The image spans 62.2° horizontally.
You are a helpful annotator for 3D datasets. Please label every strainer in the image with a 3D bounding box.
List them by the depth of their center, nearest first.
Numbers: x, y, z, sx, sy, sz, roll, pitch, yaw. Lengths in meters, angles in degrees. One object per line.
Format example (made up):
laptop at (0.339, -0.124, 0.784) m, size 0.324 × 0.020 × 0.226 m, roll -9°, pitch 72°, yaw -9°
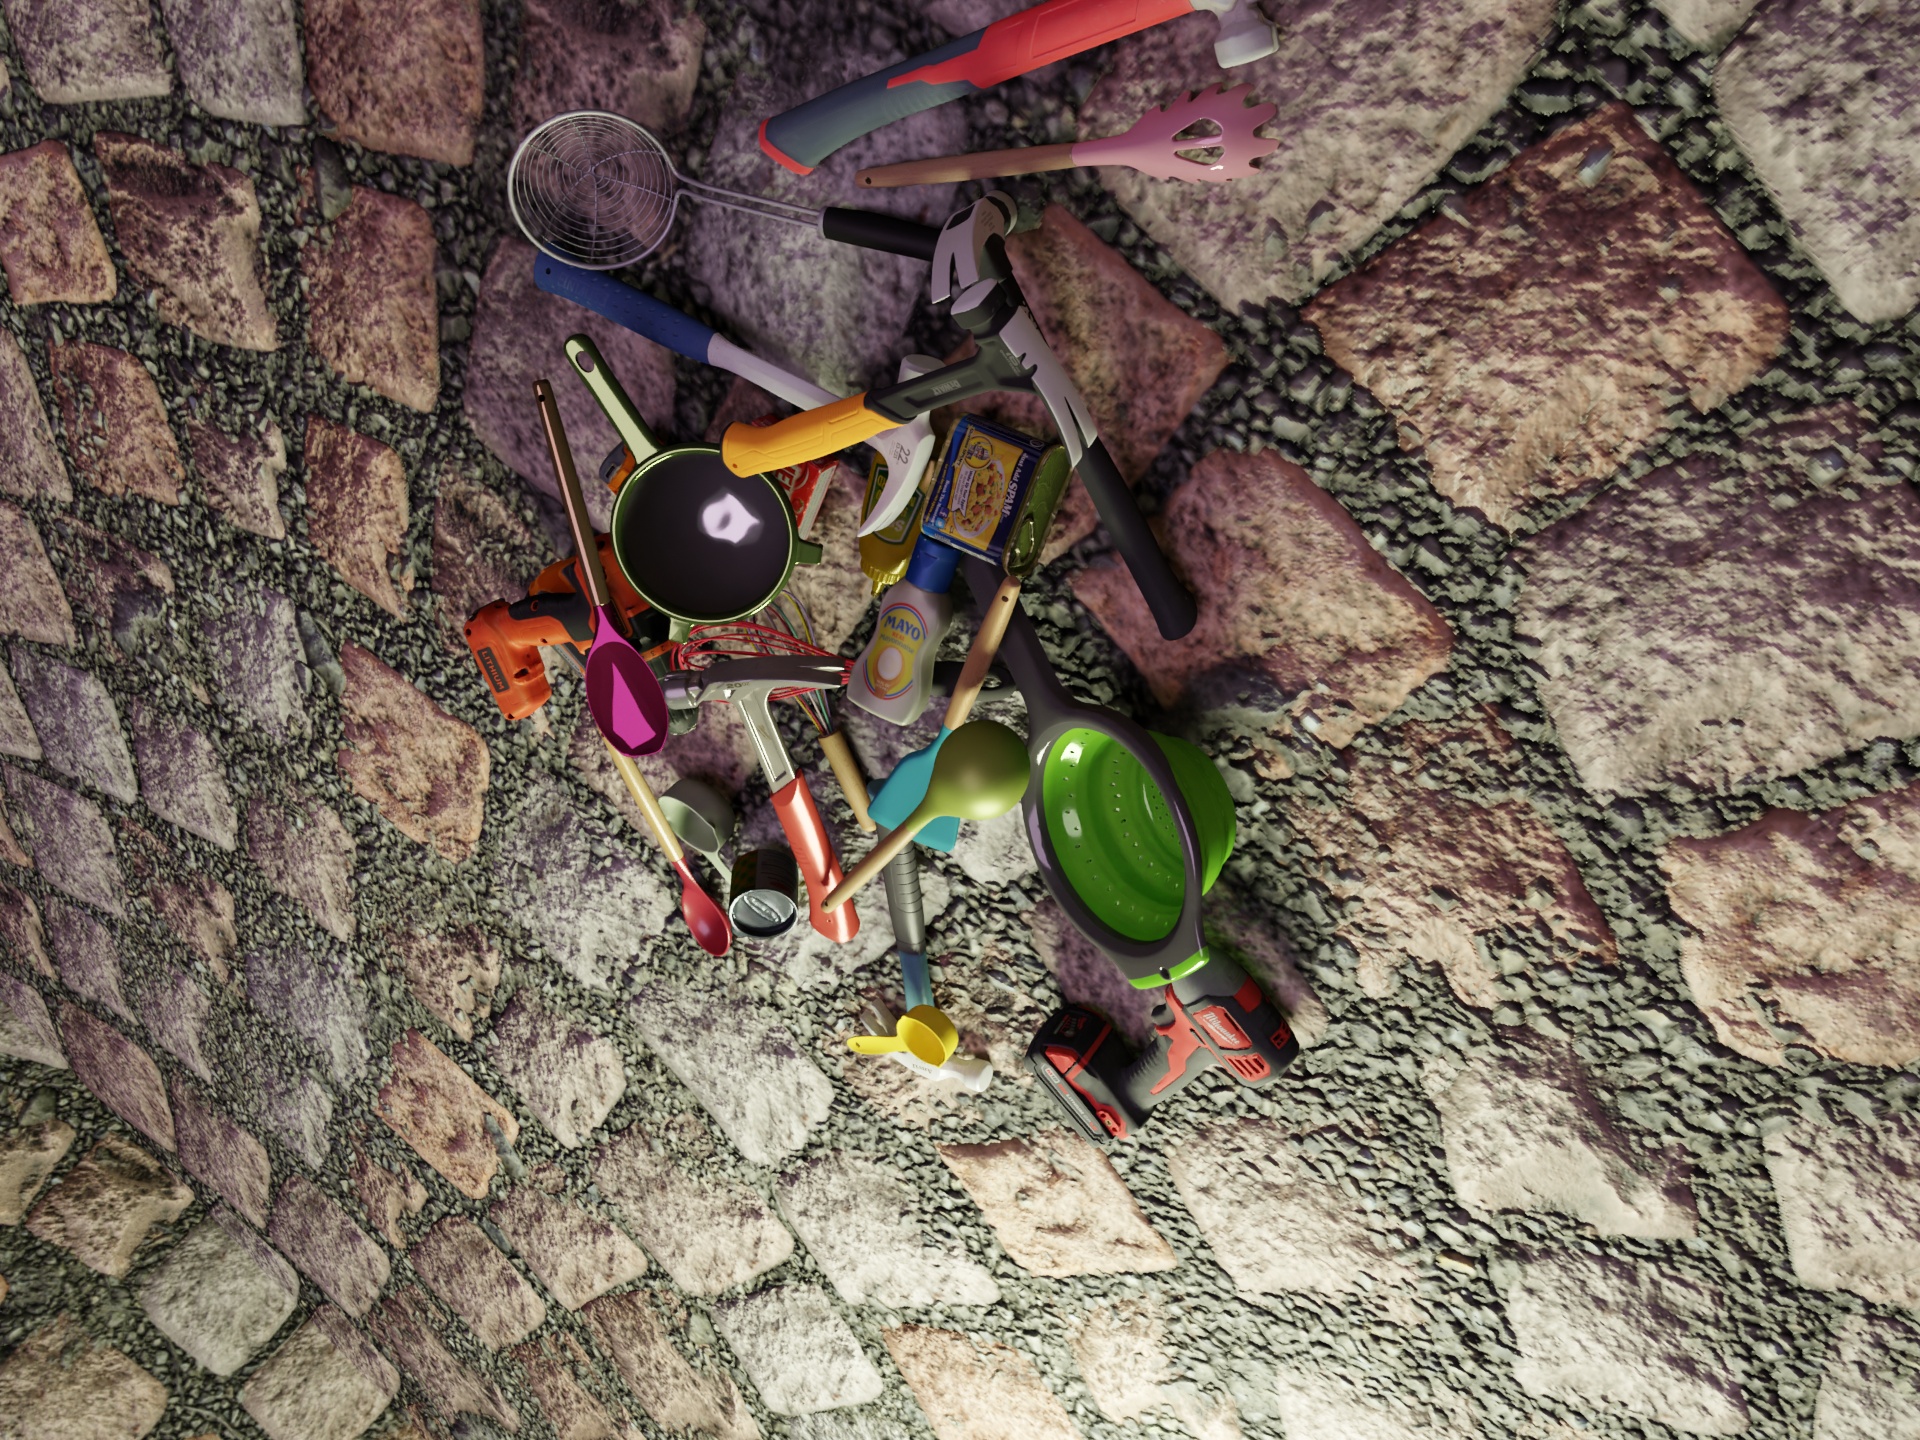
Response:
strainer at (-0.230, -0.200, 1.276) m, size 0.151 × 0.069 × 0.256 m, roll -29°, pitch 106°, yaw 14°

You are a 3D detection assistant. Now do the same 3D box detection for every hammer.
hammer at (0.013, -0.453, 1.046) m, size 0.386 × 0.038 × 0.143 m, roll -5°, pitch 112°, yaw 36°
hammer at (-0.058, -0.207, 1.100) m, size 0.337 × 0.034 × 0.127 m, roll -4°, pitch 133°, yaw 48°
hammer at (0.080, -0.199, 1.106) m, size 0.035 × 0.146 × 0.334 m, roll -21°, pitch 112°, yaw 26°
hammer at (-0.186, -0.281, 1.247) m, size 0.406 × 0.035 × 0.144 m, roll 30°, pitch 124°, yaw 25°
hammer at (-0.133, 0.078, 1.384) m, size 0.149 × 0.037 × 0.358 m, roll -4°, pitch 137°, yaw 11°
hammer at (-0.045, 0.199, 1.465) m, size 0.128 × 0.033 × 0.330 m, roll 11°, pitch 125°, yaw 28°

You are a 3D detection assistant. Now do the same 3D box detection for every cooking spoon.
cooking spoon at (-0.301, -0.121, 1.305) m, size 0.069 × 0.017 × 0.318 m, roll -8°, pitch 106°, yaw 14°

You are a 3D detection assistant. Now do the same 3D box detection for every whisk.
whisk at (-0.099, -0.040, 1.314) m, size 0.296 × 0.073 × 0.073 m, roll 5°, pitch 120°, yaw 10°
whisk at (-0.129, -0.007, 1.403) m, size 0.051 × 0.047 × 0.244 m, roll -10°, pitch 114°, yaw 36°

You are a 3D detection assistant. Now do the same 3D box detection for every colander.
colander at (0.108, 0.003, 1.227) m, size 0.397 × 0.094 × 0.204 m, roll 65°, pitch 149°, yaw 9°

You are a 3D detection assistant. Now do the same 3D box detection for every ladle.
ladle at (-0.041, 0.095, 1.330) m, size 0.320 × 0.062 × 0.078 m, roll -46°, pitch 66°, yaw 50°
ladle at (-0.286, 0.114, 1.540) m, size 0.069 × 0.031 × 0.315 m, roll 16°, pitch 140°, yaw 36°

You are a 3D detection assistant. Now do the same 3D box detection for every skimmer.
skimmer at (-0.166, -0.369, 1.177) m, size 0.363 × 0.090 × 0.127 m, roll 19°, pitch 136°, yaw 22°

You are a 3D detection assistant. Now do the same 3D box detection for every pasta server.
pasta server at (0.059, -0.379, 1.069) m, size 0.316 × 0.040 × 0.060 m, roll 7°, pitch 120°, yaw 35°

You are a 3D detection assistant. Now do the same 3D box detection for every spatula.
spatula at (-0.002, -0.004, 1.266) m, size 0.082 × 0.044 × 0.317 m, roll 25°, pitch 142°, yaw 2°

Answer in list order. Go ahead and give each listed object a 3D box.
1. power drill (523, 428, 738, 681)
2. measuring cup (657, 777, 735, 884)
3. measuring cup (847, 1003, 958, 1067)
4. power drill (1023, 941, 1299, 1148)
power drill at (-0.280, -0.127, 1.408) m, size 0.164 × 0.084 × 0.226 m, roll 46°, pitch 128°, yaw 0°
measuring cup at (-0.230, 0.122, 1.555) m, size 0.083 × 0.038 × 0.167 m, roll 2°, pitch 134°, yaw 46°
measuring cup at (-0.057, 0.297, 1.505) m, size 0.156 × 0.029 × 0.062 m, roll -18°, pitch 109°, yaw 52°
power drill at (0.165, 0.267, 1.348) m, size 0.219 × 0.078 × 0.143 m, roll -36°, pitch 94°, yaw 39°
